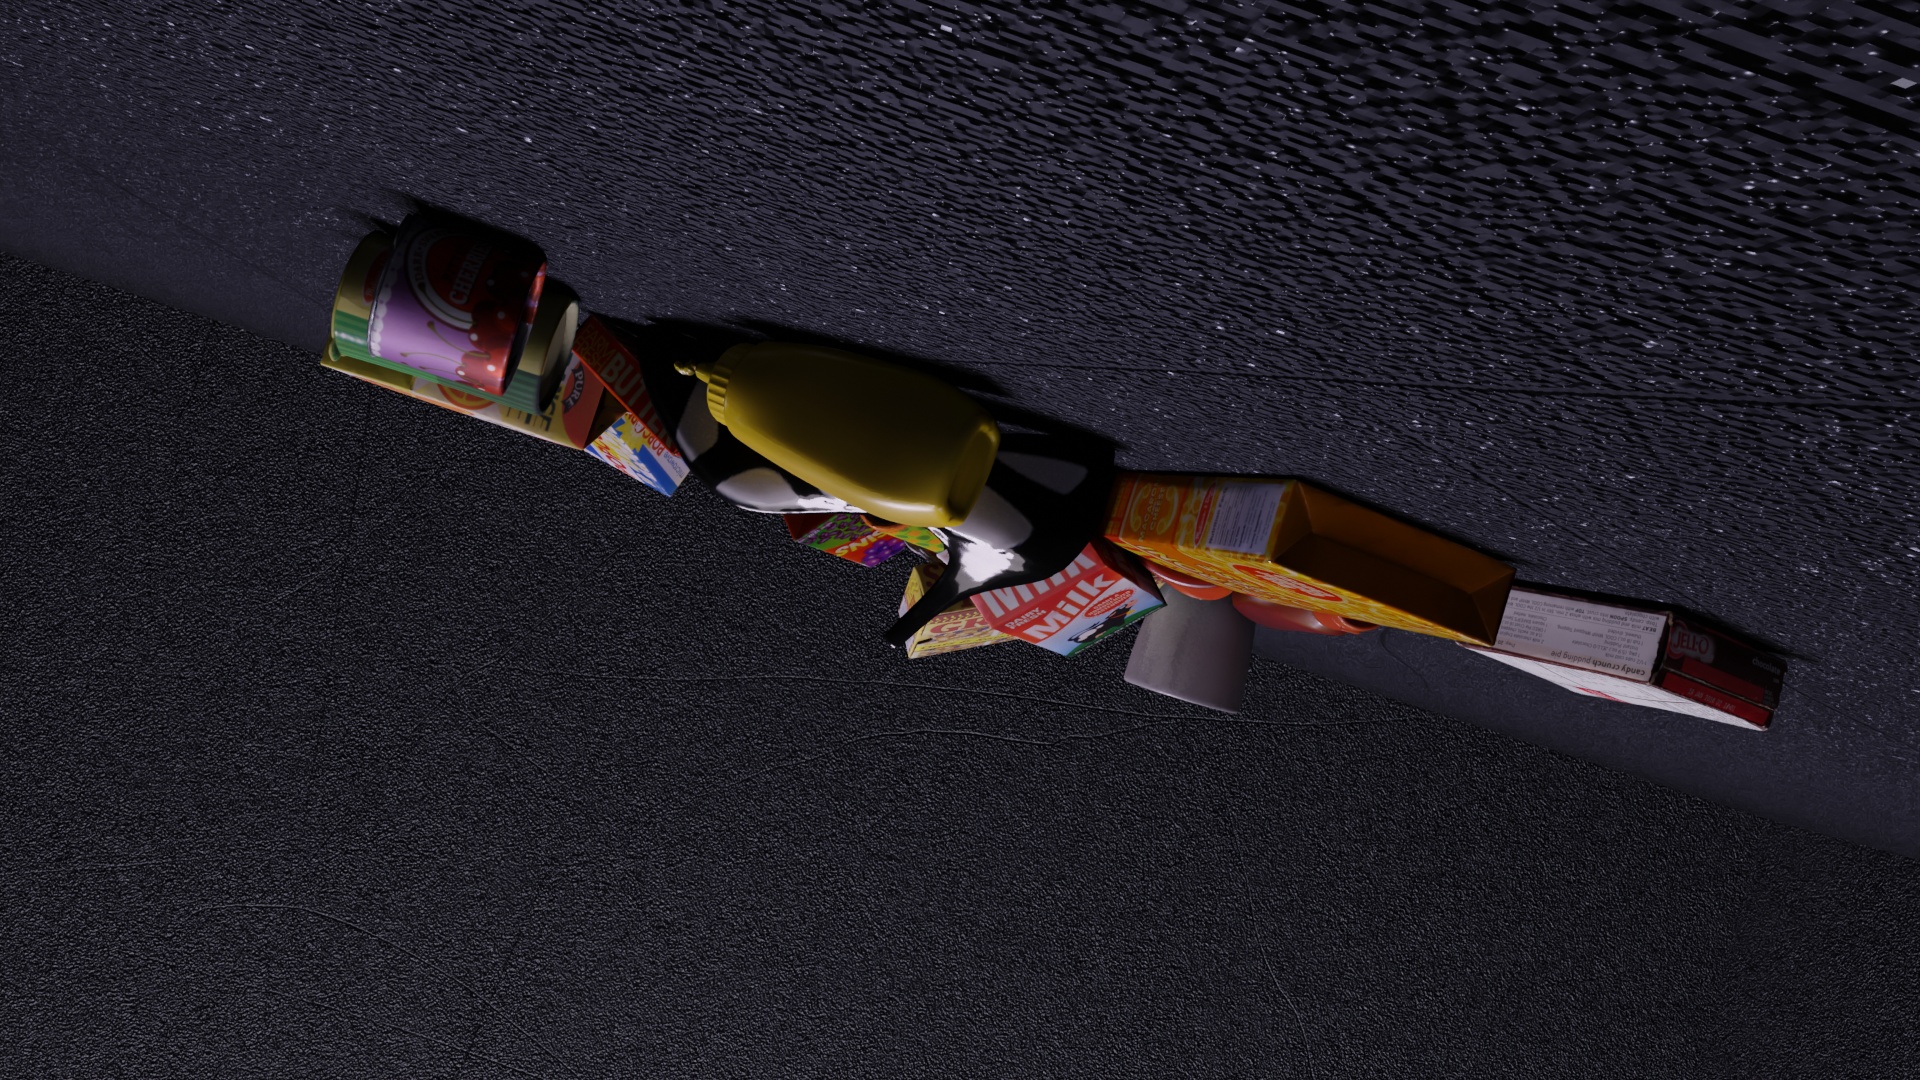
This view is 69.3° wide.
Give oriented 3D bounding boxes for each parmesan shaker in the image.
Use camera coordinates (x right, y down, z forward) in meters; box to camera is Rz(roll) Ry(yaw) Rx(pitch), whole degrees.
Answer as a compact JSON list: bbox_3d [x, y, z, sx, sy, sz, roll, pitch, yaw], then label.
[{"bbox_3d":[-0.255,-0.107,0.707,0.103,0.071,0.071,18,177,-7],"label":"parmesan shaker"}]

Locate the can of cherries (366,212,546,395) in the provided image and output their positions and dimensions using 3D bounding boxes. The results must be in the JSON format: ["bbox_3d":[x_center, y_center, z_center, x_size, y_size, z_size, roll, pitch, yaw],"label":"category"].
[{"bbox_3d":[-0.220,-0.105,0.613,0.058,0.071,0.071,18,177,-13],"label":"can of cherries"}]

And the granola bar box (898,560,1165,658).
[{"bbox_3d":[0.047,0.037,0.946,0.166,0.039,0.124,-10,165,-11],"label":"granola bar box"}]

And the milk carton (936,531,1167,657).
[{"bbox_3d":[0.050,0.009,0.780,0.072,0.073,0.190,-29,161,13],"label":"milk carton"}]

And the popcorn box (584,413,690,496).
[{"bbox_3d":[-0.251,-0.087,1.000,0.085,0.038,0.126,28,165,18],"label":"popcorn box"}]

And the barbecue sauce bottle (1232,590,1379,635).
[{"bbox_3d":[0.216,0.035,0.845,0.065,0.043,0.148,14,177,-6],"label":"barbecue sauce bottle"}]

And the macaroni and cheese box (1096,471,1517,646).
[{"bbox_3d":[0.156,0.006,0.664,0.124,0.040,0.166,20,177,-20],"label":"macaroni and cheese box"}]

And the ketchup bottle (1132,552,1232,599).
[{"bbox_3d":[0.142,0.012,0.840,0.065,0.043,0.149,24,179,17],"label":"ketchup bottle"}]

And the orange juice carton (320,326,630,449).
[{"bbox_3d":[-0.277,-0.107,0.840,0.072,0.073,0.192,16,177,23],"label":"orange juice carton"}]

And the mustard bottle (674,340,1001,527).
[{"bbox_3d":[-0.062,-0.057,0.617,0.160,0.065,0.048,23,174,24],"label":"mustard bottle"}]

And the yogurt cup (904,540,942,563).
[{"bbox_3d":[0.003,-0.012,0.976,0.072,0.053,0.073,26,-160,-10],"label":"yogurt cup"}]

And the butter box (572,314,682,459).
[{"bbox_3d":[-0.168,-0.080,0.769,0.104,0.024,0.053,44,-172,22],"label":"butter box"}]

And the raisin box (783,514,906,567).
[{"bbox_3d":[-0.063,-0.025,1.001,0.040,0.086,0.123,62,-166,19],"label":"raisin box"}]

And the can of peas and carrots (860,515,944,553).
[{"bbox_3d":[-0.018,-0.030,0.819,0.071,0.071,0.059,15,175,44],"label":"can of peas and carrots"}]

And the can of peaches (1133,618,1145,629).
[{"bbox_3d":[0.167,0.047,1.126,0.071,0.071,0.058,16,178,24],"label":"can of peaches"}]
